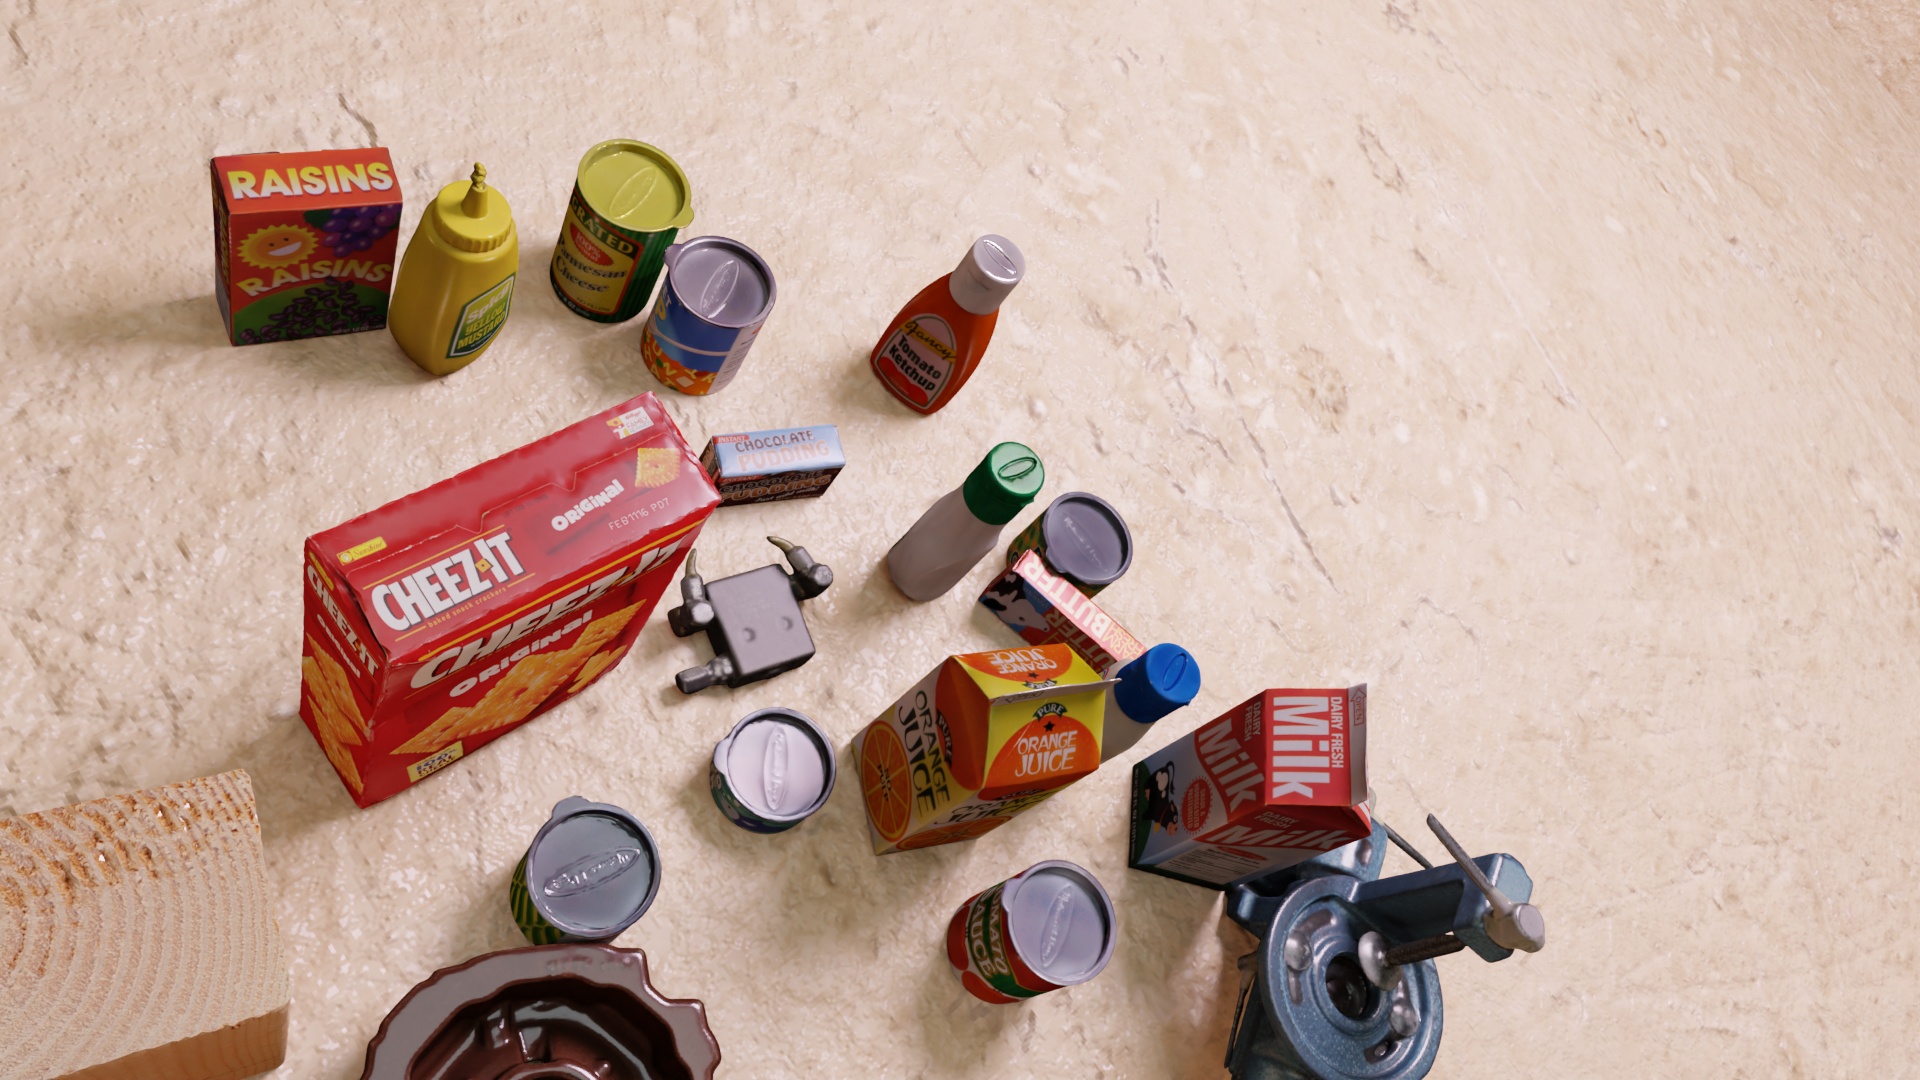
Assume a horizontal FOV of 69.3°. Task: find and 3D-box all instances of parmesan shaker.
[{"bbox_3d":[-0.208,-0.185,0.851,0.071,0.102,0.071,12,61,-21],"label":"parmesan shaker"}]

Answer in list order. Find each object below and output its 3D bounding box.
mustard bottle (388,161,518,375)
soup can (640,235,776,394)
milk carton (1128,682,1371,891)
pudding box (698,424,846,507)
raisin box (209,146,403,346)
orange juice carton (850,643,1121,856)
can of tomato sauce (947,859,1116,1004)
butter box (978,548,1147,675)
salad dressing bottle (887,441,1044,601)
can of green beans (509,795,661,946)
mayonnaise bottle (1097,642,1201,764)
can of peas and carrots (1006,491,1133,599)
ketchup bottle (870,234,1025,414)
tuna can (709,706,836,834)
[{"bbox_3d":[-0.275,-0.152,0.766,0.049,0.159,0.065,43,54,-2],"label":"mustard bottle"},{"bbox_3d":[-0.160,-0.140,0.864,0.071,0.083,0.071,12,61,-21],"label":"soup can"},{"bbox_3d":[0.179,0.146,0.821,0.073,0.189,0.072,19,59,-18],"label":"milk carton"},{"bbox_3d":[-0.118,-0.046,0.858,0.084,0.049,0.030,-8,69,-30],"label":"pudding box"},{"bbox_3d":[-0.354,-0.158,0.752,0.086,0.123,0.040,-13,72,-31],"label":"raisin box"},{"bbox_3d":[0.012,0.110,0.754,0.072,0.191,0.073,-3,67,-28],"label":"orange juice carton"},{"bbox_3d":[0.036,0.220,0.777,0.071,0.082,0.071,12,61,-21],"label":"can of tomato sauce"},{"bbox_3d":[0.066,0.054,0.896,0.103,0.053,0.024,40,55,-3],"label":"butter box"},{"bbox_3d":[0.003,-0.011,0.840,0.064,0.147,0.044,-23,77,-34],"label":"salad dressing bottle"},{"bbox_3d":[-0.191,0.172,0.704,0.071,0.057,0.071,12,61,-21],"label":"can of green beans"},{"bbox_3d":[0.088,0.102,0.824,0.041,0.147,0.065,39,55,-4],"label":"mayonnaise bottle"},{"bbox_3d":[0.070,0.011,0.917,0.071,0.058,0.071,12,61,-21],"label":"can of peas and carrots"},{"bbox_3d":[-0.006,-0.142,0.903,0.065,0.148,0.044,44,54,-1],"label":"ketchup bottle"},{"bbox_3d":[-0.109,0.130,0.782,0.071,0.032,0.071,12,61,-21],"label":"tuna can"}]
